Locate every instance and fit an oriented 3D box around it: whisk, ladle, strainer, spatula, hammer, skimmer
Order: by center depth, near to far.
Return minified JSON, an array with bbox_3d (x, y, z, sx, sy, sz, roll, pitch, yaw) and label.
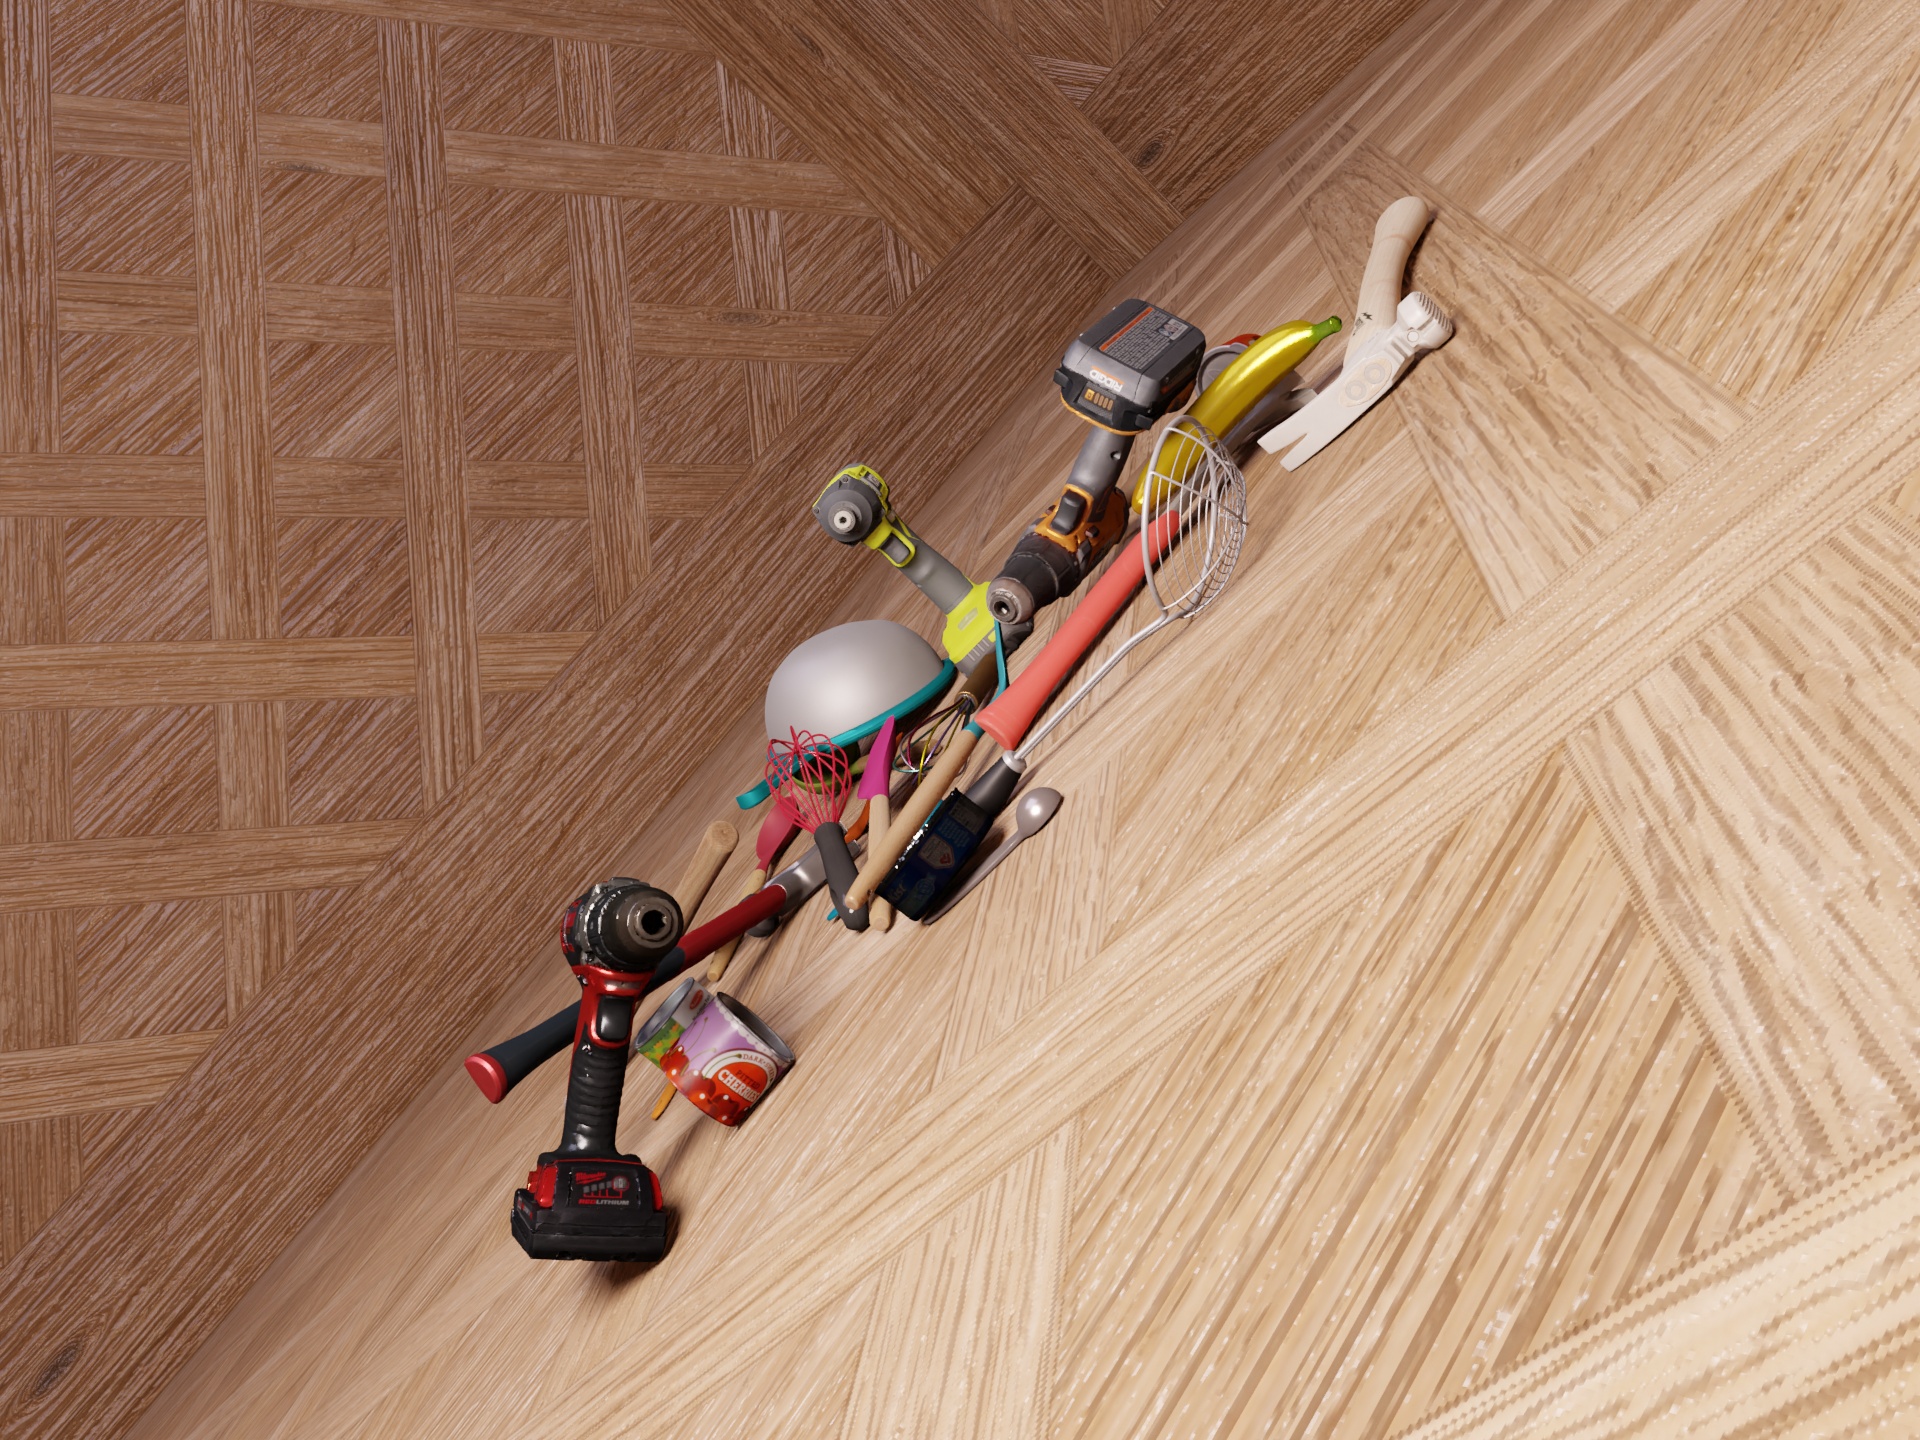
[{"bbox_3d":[0.059,-0.036,1.052,0.363,0.090,0.127,-47,-23,16],"label":"skimmer"},{"bbox_3d":[-0.014,0.028,1.181,0.044,0.082,0.318,10,41,25],"label":"spatula"},{"bbox_3d":[-0.218,0.180,1.207,0.143,0.038,0.386,-42,-7,31],"label":"hammer"},{"bbox_3d":[0.135,-0.121,1.209,0.359,0.036,0.149,-51,11,-19],"label":"hammer"},{"bbox_3d":[0.315,-0.320,1.221,0.146,0.038,0.411,-42,11,34],"label":"hammer"},{"bbox_3d":[-0.106,0.081,1.248,0.073,0.073,0.296,-46,27,8],"label":"whisk"},{"bbox_3d":[-0.003,-0.002,1.318,0.051,0.047,0.245,-17,17,22],"label":"whisk"},{"bbox_3d":[-0.266,0.205,1.388,0.331,0.031,0.130,-57,13,34],"label":"hammer"},{"bbox_3d":[0.132,-0.181,1.402,0.060,0.018,0.315,-55,4,-33],"label":"spatula"},{"bbox_3d":[-0.158,0.131,1.414,0.322,0.041,0.081,-39,13,17],"label":"spatula"},{"bbox_3d":[-0.091,0.030,1.521,0.078,0.062,0.320,-40,10,-22],"label":"ladle"},{"bbox_3d":[-0.142,-0.020,1.541,0.211,0.095,0.340,-19,13,29],"label":"strainer"},{"bbox_3d":[-0.203,0.163,1.560,0.069,0.031,0.316,-46,12,22],"label":"ladle"}]

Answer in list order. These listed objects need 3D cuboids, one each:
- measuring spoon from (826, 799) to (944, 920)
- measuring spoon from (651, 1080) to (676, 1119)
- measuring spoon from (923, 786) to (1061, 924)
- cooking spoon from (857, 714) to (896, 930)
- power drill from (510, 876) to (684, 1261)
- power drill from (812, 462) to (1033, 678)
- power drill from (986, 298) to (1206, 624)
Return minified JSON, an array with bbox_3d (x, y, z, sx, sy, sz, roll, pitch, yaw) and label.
[{"bbox_3d":[-0.063,0.102,1.217,0.128,0.021,0.042,-45,10,2],"label":"measuring spoon"},{"bbox_3d":[-0.227,0.278,1.265,0.021,0.011,0.117,-43,11,22],"label":"measuring spoon"},{"bbox_3d":[0.015,0.083,0.987,0.124,0.018,0.034,-45,11,18],"label":"measuring spoon"},{"bbox_3d":[-0.061,0.075,1.215,0.068,0.017,0.319,-61,13,19],"label":"cooking spoon"},{"bbox_3d":[-0.213,0.207,0.966,0.188,0.080,0.227,156,120,-66],"label":"power drill"},{"bbox_3d":[-0.040,-0.140,1.466,0.080,0.223,0.171,-46,10,12],"label":"power drill"},{"bbox_3d":[0.094,-0.187,1.214,0.185,0.084,0.226,-47,-17,-46],"label":"power drill"}]
